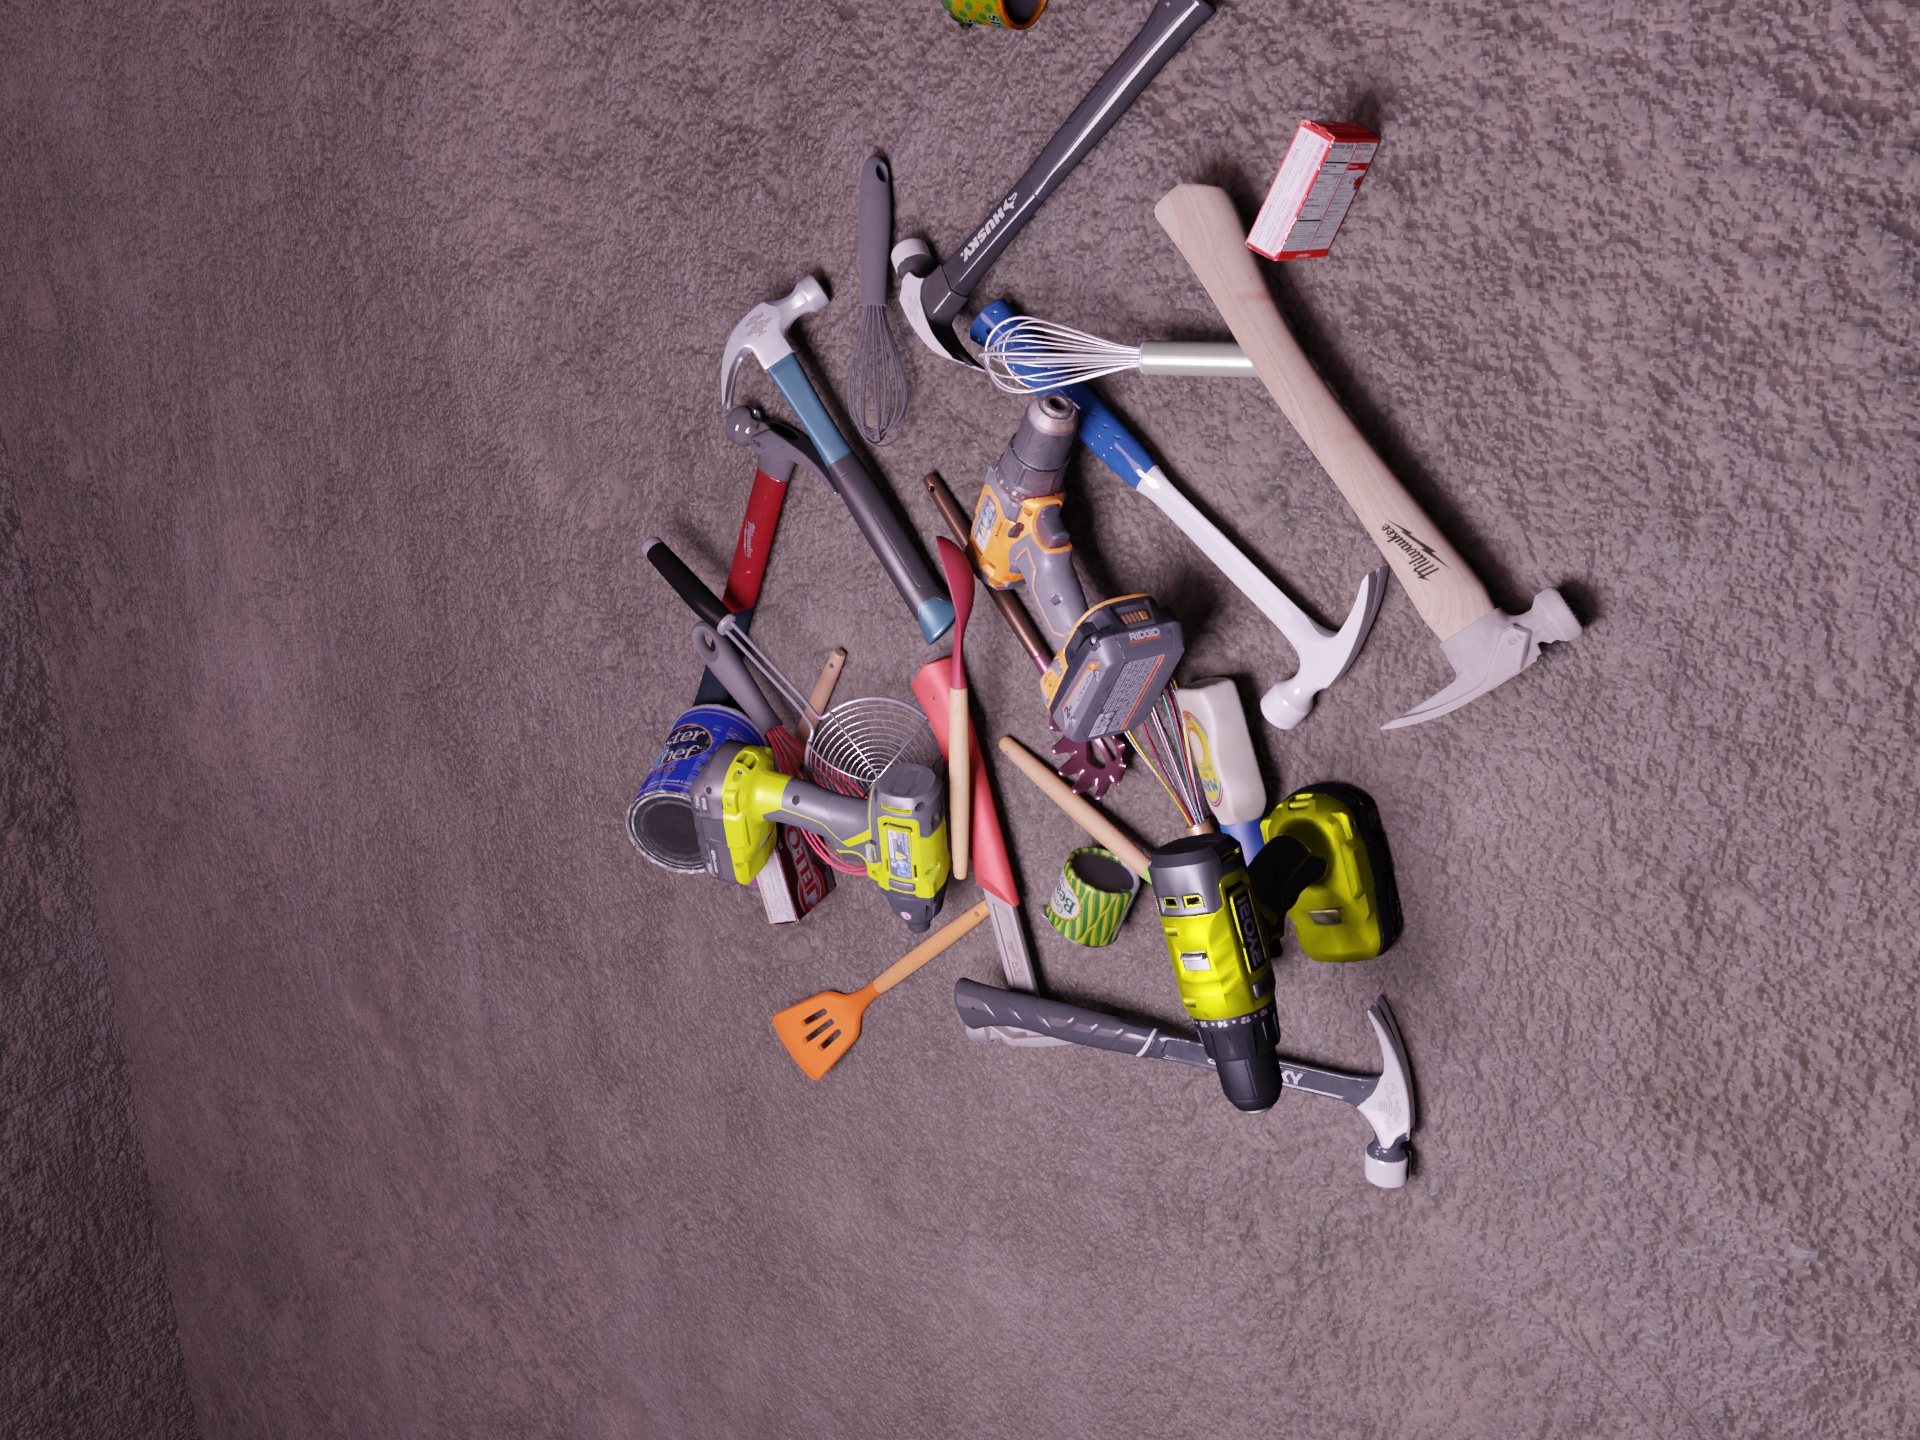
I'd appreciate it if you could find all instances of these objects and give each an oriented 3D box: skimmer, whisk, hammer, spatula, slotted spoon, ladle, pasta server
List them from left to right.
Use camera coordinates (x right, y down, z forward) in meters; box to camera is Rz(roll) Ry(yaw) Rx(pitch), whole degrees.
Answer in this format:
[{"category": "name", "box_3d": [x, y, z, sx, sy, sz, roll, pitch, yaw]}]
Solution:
[{"category": "hammer", "box_3d": [-0.206, -0.102, 1.545, 0.143, 0.038, 0.386, 36, 125, 24]}, {"category": "whisk", "box_3d": [-0.169, 0.025, 1.521, 0.296, 0.073, 0.073, 54, 131, 6]}, {"category": "skimmer", "box_3d": [-0.165, -0.050, 1.494, 0.363, 0.090, 0.127, 45, 112, 21]}, {"category": "spatula", "box_3d": [-0.170, 0.053, 1.581, 0.060, 0.018, 0.315, 34, 125, 11]}, {"category": "hammer", "box_3d": [-0.097, -0.217, 1.393, 0.128, 0.033, 0.331, -32, 89, 6]}, {"category": "whisk", "box_3d": [-0.069, -0.351, 1.337, 0.055, 0.055, 0.239, 7, 101, 38]}, {"category": "spatula", "box_3d": [-0.071, 0.254, 1.553, 0.322, 0.041, 0.081, -41, 80, 39]}, {"category": "ladle", "box_3d": [-0.002, -0.004, 1.340, 0.031, 0.069, 0.315, -2, 115, -2]}, {"category": "hammer", "box_3d": [0.033, 0.117, 1.409, 0.149, 0.036, 0.359, -10, 99, 33]}, {"category": "pasta server", "box_3d": [0.050, -0.077, 1.341, 0.060, 0.040, 0.316, -36, 79, 29]}, {"category": "hammer", "box_3d": [0.068, -0.409, 1.193, 0.334, 0.035, 0.146, -42, 53, 36]}, {"category": "slotted spoon", "box_3d": [0.138, 0.107, 1.318, 0.314, 0.031, 0.070, 42, 147, 31]}, {"category": "whisk", "box_3d": [0.129, -0.269, 1.178, 0.246, 0.059, 0.058, 7, 100, 22]}, {"category": "hammer", "box_3d": [0.154, -0.183, 1.219, 0.406, 0.035, 0.144, 48, 129, 17]}, {"category": "hammer", "box_3d": [0.174, 0.268, 1.325, 0.409, 0.036, 0.149, 8, 108, 30]}, {"category": "whisk", "box_3d": [0.186, 0.061, 1.276, 0.051, 0.047, 0.245, -17, 98, 54]}, {"category": "hammer", "box_3d": [0.249, -0.192, 1.100, 0.146, 0.038, 0.411, -35, 81, 19]}]

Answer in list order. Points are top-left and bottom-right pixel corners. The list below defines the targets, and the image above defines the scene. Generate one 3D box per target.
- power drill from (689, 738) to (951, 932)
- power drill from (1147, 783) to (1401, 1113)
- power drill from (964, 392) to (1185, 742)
[{"category": "power drill", "box_3d": [-0.119, 0.104, 1.415, 0.223, 0.080, 0.171, 11, 129, 19]}, {"category": "power drill", "box_3d": [0.229, 0.154, 1.141, 0.080, 0.228, 0.190, -10, 98, 41]}, {"category": "power drill", "box_3d": [0.084, -0.121, 1.219, 0.226, 0.084, 0.185, 63, 151, 28]}]
